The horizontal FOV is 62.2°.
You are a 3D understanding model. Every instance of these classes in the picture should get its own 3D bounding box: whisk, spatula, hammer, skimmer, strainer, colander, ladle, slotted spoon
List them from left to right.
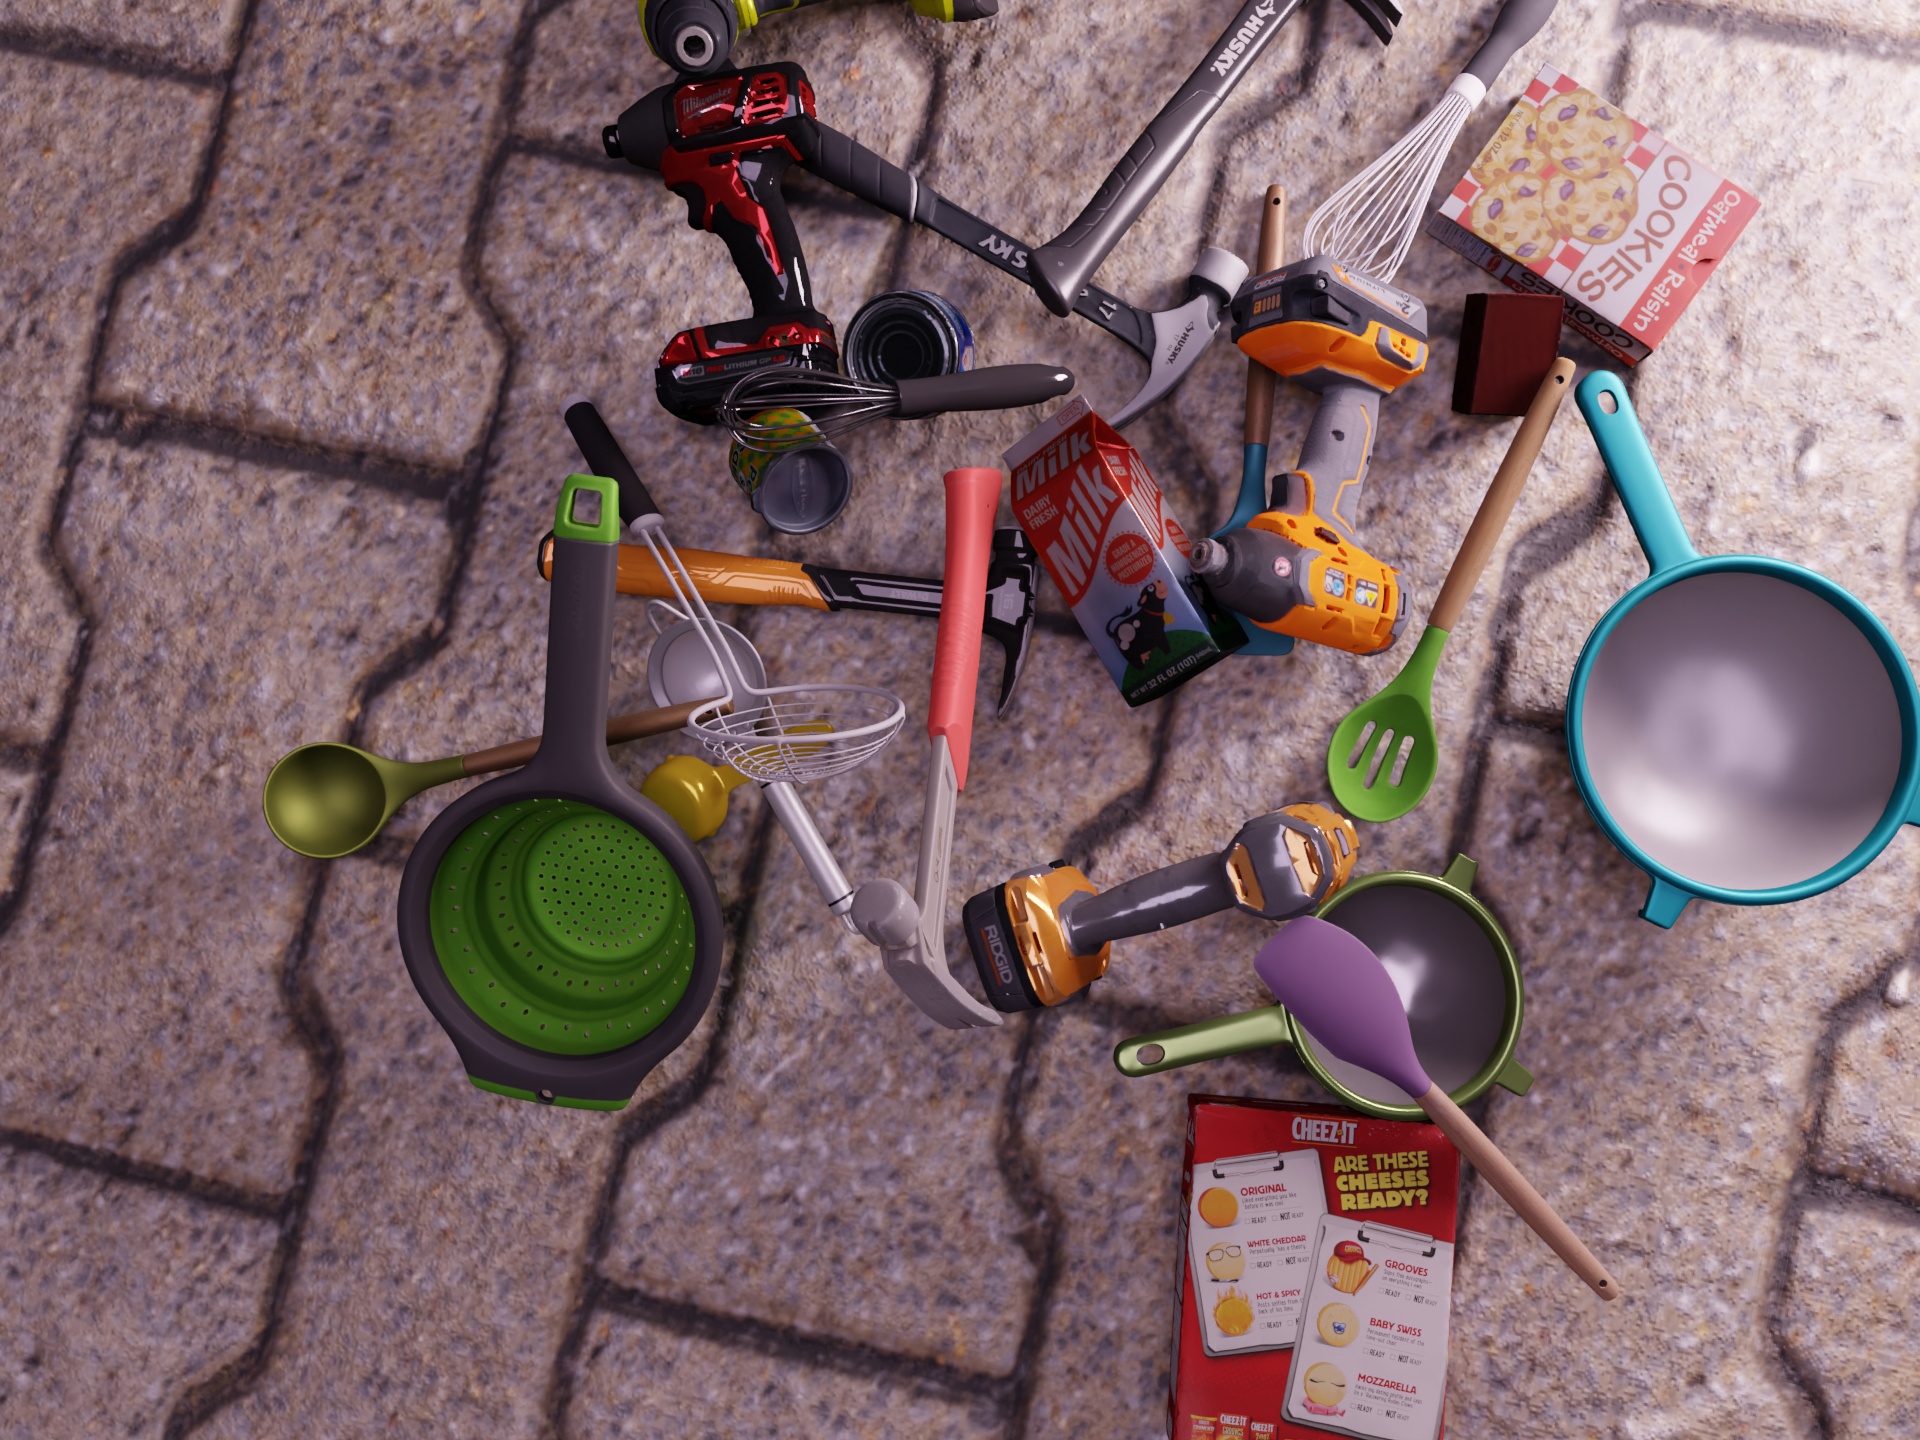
[{"bbox_3d":[-0.303,0.026,1.038,0.320,0.062,0.078,-13,97,10],"label":"ladle"},{"bbox_3d":[-0.232,0.042,0.993,0.204,0.094,0.397,8,105,4],"label":"colander"},{"bbox_3d":[-0.163,-0.100,0.994,0.127,0.090,0.364,-14,58,-36],"label":"skimmer"},{"bbox_3d":[-0.130,0.030,1.054,0.087,0.050,0.258,-30,90,25],"label":"strainer"},{"bbox_3d":[-0.118,-0.083,1.065,0.337,0.034,0.127,7,85,4],"label":"hammer"},{"bbox_3d":[-0.038,-0.205,1.003,0.239,0.055,0.055,-10,85,-17],"label":"whisk"},{"bbox_3d":[-0.018,-0.339,1.079,0.409,0.036,0.149,31,89,6],"label":"hammer"},{"bbox_3d":[-0.002,-0.003,0.951,0.037,0.149,0.359,-8,55,21],"label":"hammer"},{"bbox_3d":[0.155,-0.397,1.046,0.146,0.035,0.335,35,79,6],"label":"hammer"},{"bbox_3d":[0.196,-0.204,1.060,0.082,0.044,0.317,6,81,5],"label":"spatula"},{"bbox_3d":[0.218,0.183,0.995,0.256,0.069,0.151,-13,83,-3],"label":"strainer"},{"bbox_3d":[0.315,-0.390,1.053,0.070,0.070,0.284,36,83,6],"label":"whisk"},{"bbox_3d":[0.293,0.235,0.948,0.060,0.018,0.316,-43,99,-1],"label":"spatula"},{"bbox_3d":[0.318,-0.081,1.013,0.070,0.031,0.313,24,98,5],"label":"slotted spoon"},{"bbox_3d":[0.447,-0.051,0.996,0.211,0.095,0.340,-20,82,-1],"label":"strainer"}]

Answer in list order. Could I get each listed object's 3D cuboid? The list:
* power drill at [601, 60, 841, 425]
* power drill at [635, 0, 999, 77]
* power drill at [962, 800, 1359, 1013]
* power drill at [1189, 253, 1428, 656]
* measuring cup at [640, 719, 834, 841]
[{"bbox_3d":[-0.157,-0.314,1.049,0.143,0.078,0.219,-7,91,8],"label":"power drill"},{"bbox_3d":[-0.097,-0.475,1.028,0.228,0.191,0.080,-15,126,-2],"label":"power drill"},{"bbox_3d":[0.136,0.105,0.984,0.226,0.185,0.084,-21,84,21],"label":"power drill"},{"bbox_3d":[0.214,-0.164,0.991,0.164,0.084,0.226,11,82,-35],"label":"power drill"},{"bbox_3d":[-0.146,0.036,1.025,0.156,0.029,0.062,-25,96,30],"label":"measuring cup"}]
